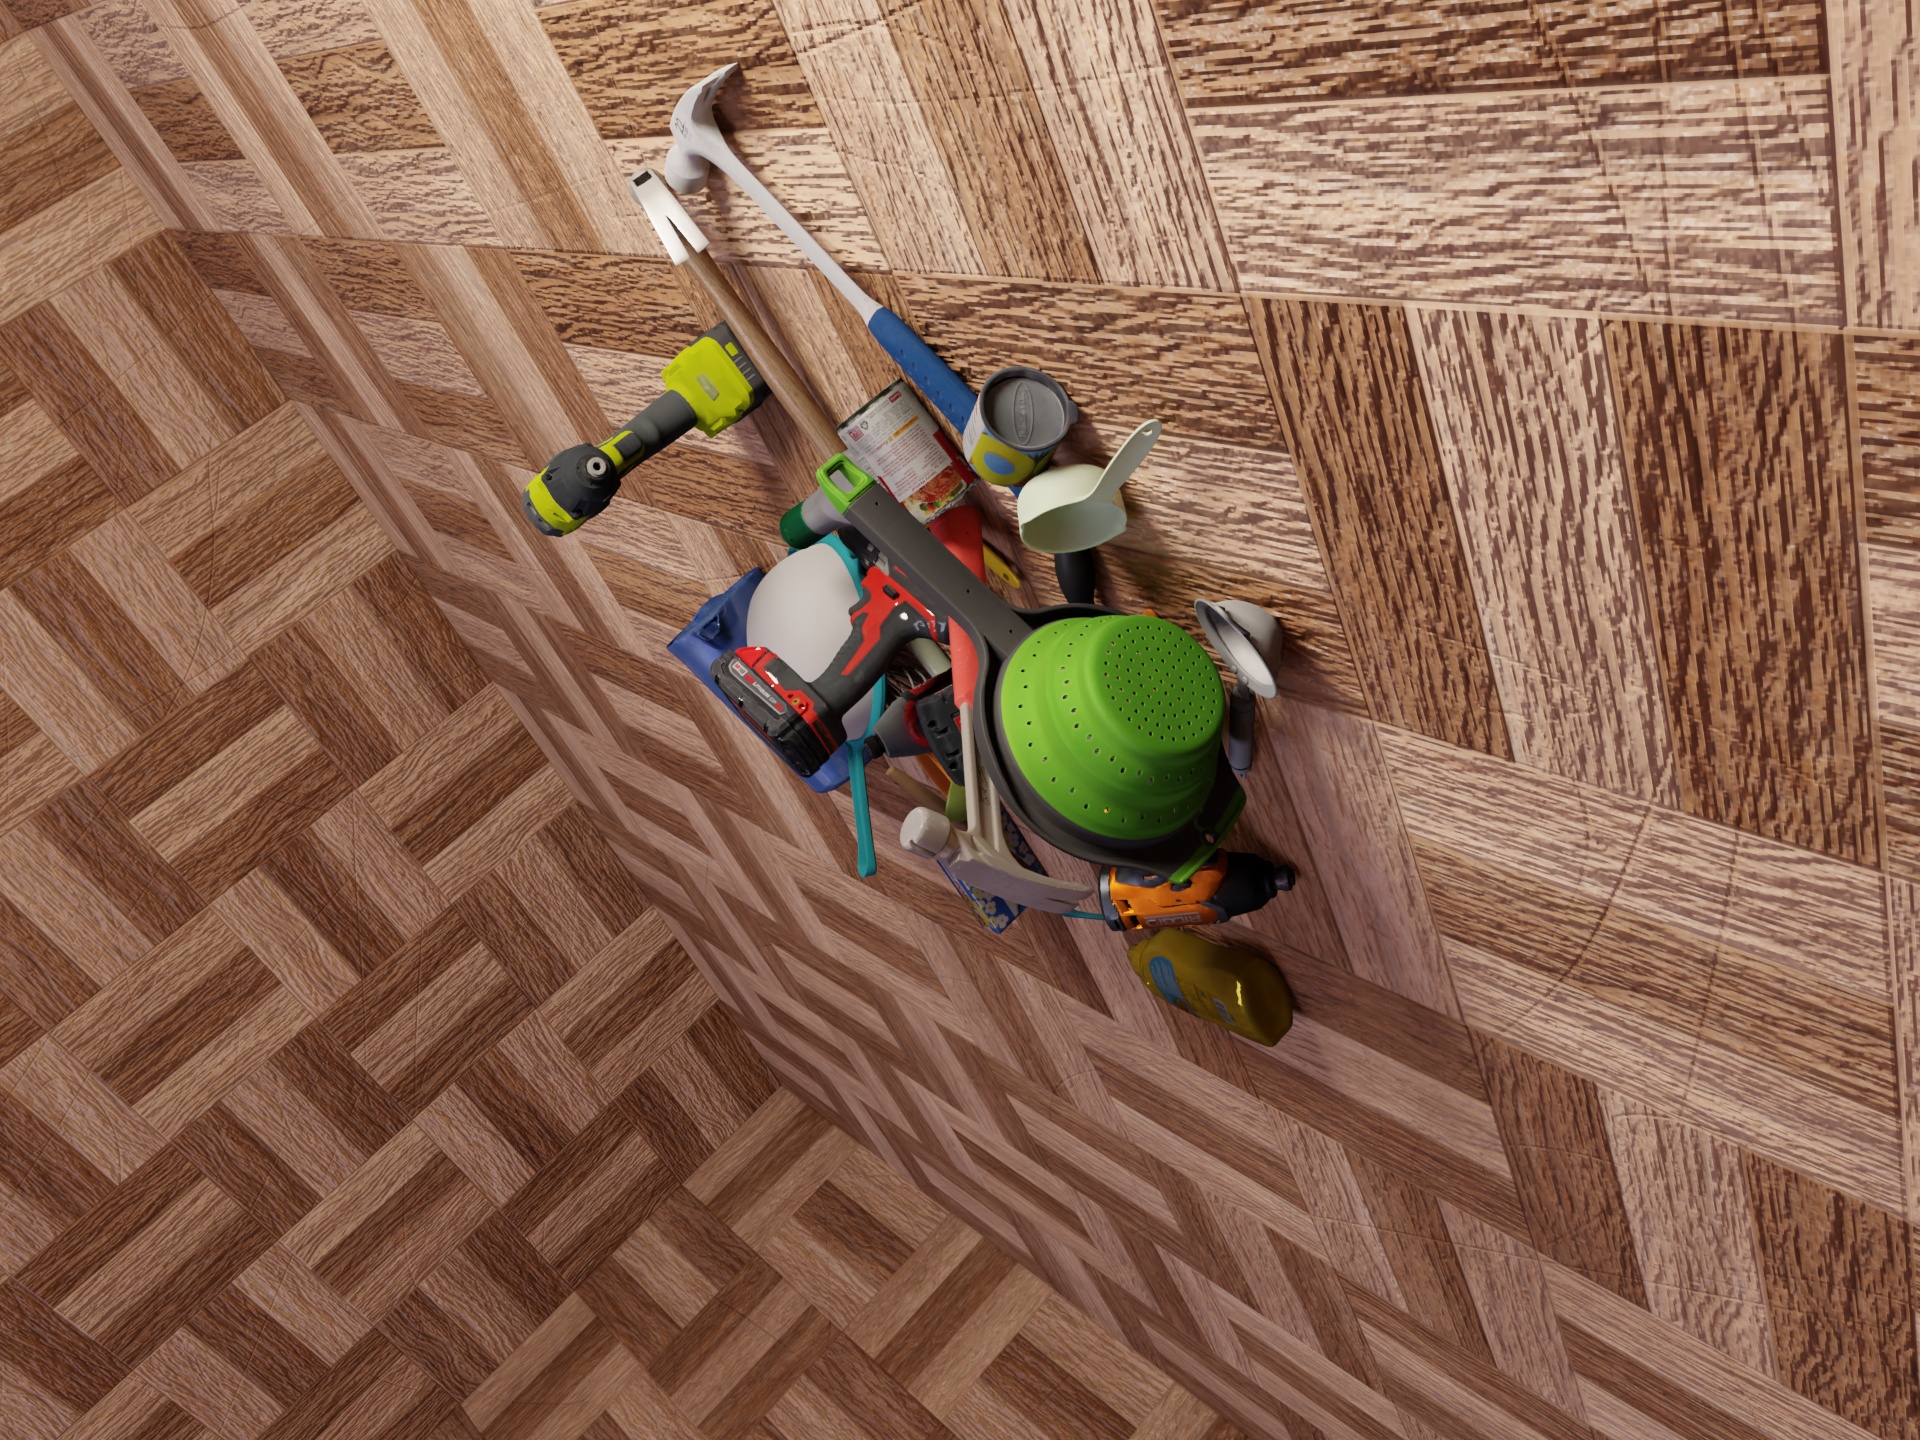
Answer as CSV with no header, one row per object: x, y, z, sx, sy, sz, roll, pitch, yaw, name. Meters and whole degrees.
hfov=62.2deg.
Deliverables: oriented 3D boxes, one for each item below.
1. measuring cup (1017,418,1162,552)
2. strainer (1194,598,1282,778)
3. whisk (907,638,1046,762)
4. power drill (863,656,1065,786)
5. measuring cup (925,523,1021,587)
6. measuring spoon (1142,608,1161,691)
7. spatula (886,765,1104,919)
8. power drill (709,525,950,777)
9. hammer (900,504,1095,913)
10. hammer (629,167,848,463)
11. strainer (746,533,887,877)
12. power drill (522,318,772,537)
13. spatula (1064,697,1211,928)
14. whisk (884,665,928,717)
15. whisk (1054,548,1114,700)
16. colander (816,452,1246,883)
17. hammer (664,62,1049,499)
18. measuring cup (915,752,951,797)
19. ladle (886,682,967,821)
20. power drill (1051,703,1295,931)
0.093,-0.170,1.088,0.167,0.083,0.038,131,135,-57,measuring cup
0.206,-0.022,1.155,0.087,0.050,0.258,50,168,28,strainer
0.017,-0.002,1.525,0.246,0.059,0.058,52,-174,0,whisk
-0.002,-0.004,1.371,0.078,0.143,0.220,64,167,-8,power drill
-0.013,-0.154,1.338,0.157,0.029,0.062,42,158,20,measuring cup
0.149,-0.047,1.249,0.021,0.011,0.116,34,155,29,measuring spoon
0.057,0.132,1.569,0.317,0.044,0.082,38,163,-17,spatula
-0.105,-0.082,1.375,0.188,0.227,0.080,42,169,34,power drill
0.018,-0.025,1.194,0.149,0.359,0.036,24,132,-29,hammer
-0.164,-0.307,1.320,0.331,0.031,0.130,54,-177,-27,hammer
-0.144,-0.007,1.543,0.211,0.095,0.340,-170,71,-66,strainer
-0.273,-0.251,1.390,0.080,0.223,0.171,52,157,-14,power drill
0.143,0.068,1.446,0.315,0.018,0.060,55,156,-15,spatula
-0.085,-0.052,1.578,0.055,0.055,0.239,61,169,-31,whisk
0.110,-0.037,1.287,0.070,0.070,0.284,28,145,39,whisk
0.059,-0.063,1.121,0.397,0.204,0.094,44,145,0,colander
-0.069,-0.308,1.175,0.405,0.035,0.144,47,158,1,hammer
0.014,0.051,1.576,0.095,0.052,0.174,57,165,-25,measuring cup
-0.054,0.002,1.568,0.320,0.062,0.078,43,128,51,ladle
0.172,0.087,1.289,0.164,0.084,0.226,-8,136,20,power drill
